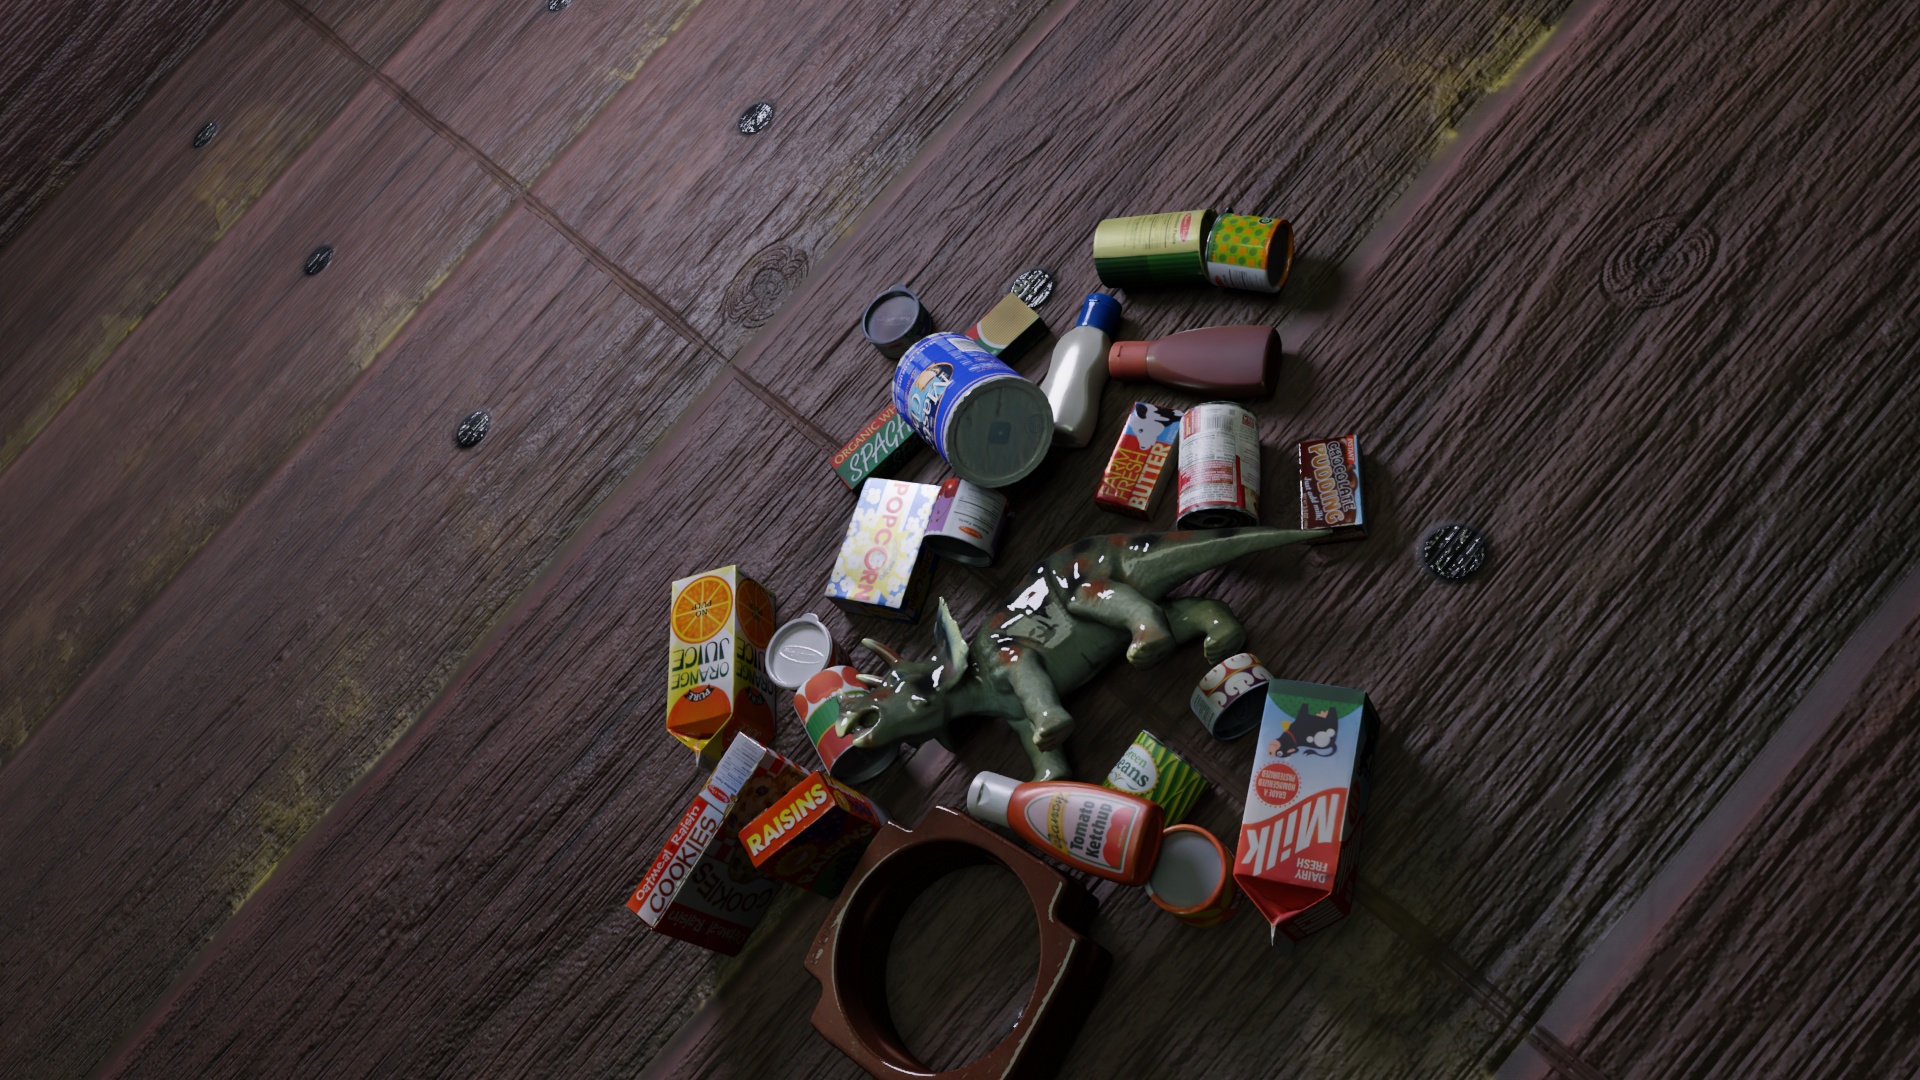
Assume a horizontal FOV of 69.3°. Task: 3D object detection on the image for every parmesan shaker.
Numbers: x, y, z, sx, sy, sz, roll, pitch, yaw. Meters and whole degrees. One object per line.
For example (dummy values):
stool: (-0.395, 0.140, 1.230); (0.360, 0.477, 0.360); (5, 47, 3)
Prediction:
parmesan shaker: (0.184, -0.272, 1.292); (0.103, 0.071, 0.071); (1, 66, 28)

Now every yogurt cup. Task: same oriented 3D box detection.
yogurt cup: (-0.135, 0.111, 1.260); (0.072, 0.054, 0.072); (-11, 61, 21)

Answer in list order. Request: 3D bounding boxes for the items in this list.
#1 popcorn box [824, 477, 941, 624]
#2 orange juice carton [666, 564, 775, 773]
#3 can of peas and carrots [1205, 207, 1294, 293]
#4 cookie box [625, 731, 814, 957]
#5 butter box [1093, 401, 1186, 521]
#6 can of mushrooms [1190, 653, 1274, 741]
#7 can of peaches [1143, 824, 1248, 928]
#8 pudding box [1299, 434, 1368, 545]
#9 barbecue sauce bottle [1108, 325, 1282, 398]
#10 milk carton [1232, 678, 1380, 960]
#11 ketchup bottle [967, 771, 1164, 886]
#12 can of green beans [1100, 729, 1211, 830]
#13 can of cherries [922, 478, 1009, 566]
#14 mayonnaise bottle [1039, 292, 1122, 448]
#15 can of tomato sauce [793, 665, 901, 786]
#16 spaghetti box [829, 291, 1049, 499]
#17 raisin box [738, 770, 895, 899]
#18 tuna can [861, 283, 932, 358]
popcorn box: (-0.064, 0.007, 1.287); (0.085, 0.038, 0.127); (8, 69, 29)
orange juice carton: (-0.220, 0.127, 1.283); (0.073, 0.071, 0.193); (-16, 59, 20)
can of peas and carrots: (0.261, -0.260, 1.246); (0.059, 0.070, 0.071); (15, 73, 31)
cookie box: (-0.187, 0.258, 1.168); (0.040, 0.122, 0.167); (26, 79, 35)
butter box: (0.161, -0.070, 1.224); (0.053, 0.024, 0.104); (16, 73, 31)
can of mushrooms: (0.215, 0.120, 1.074); (0.071, 0.071, 0.033); (-40, 54, 3)
can of peaches: (0.176, 0.249, 1.031); (0.071, 0.058, 0.071); (-12, 60, 22)
pudding box: (0.304, -0.041, 1.134); (0.049, 0.030, 0.084); (-6, 63, 23)
barbecue sauce bottle: (0.207, -0.159, 1.236); (0.148, 0.043, 0.065); (4, 67, 29)
milk carton: (0.250, 0.204, 1.009); (0.073, 0.072, 0.191); (5, 68, 28)
ketchup bottle: (0.076, 0.209, 1.041); (0.149, 0.043, 0.065); (11, 78, 33)
can of green beans: (0.150, 0.189, 1.071); (0.071, 0.071, 0.058); (36, 85, 35)
can of cherries: (0.004, -0.016, 1.250); (0.071, 0.071, 0.058); (7, 69, 29)
mayonnaise bottle: (0.111, -0.158, 1.285); (0.065, 0.041, 0.148); (9, 68, 35)
can of tomato sauce: (-0.098, 0.159, 1.209); (0.071, 0.071, 0.083); (-38, 54, 5)
spaghetti box: (-0.022, -0.139, 1.348); (0.250, 0.028, 0.050); (-43, 54, 1)
raisin box: (-0.112, 0.242, 1.138); (0.086, 0.123, 0.040); (-39, 55, 5)
tuna can: (-0.064, -0.222, 1.409); (0.071, 0.032, 0.071); (-11, 61, 21)
